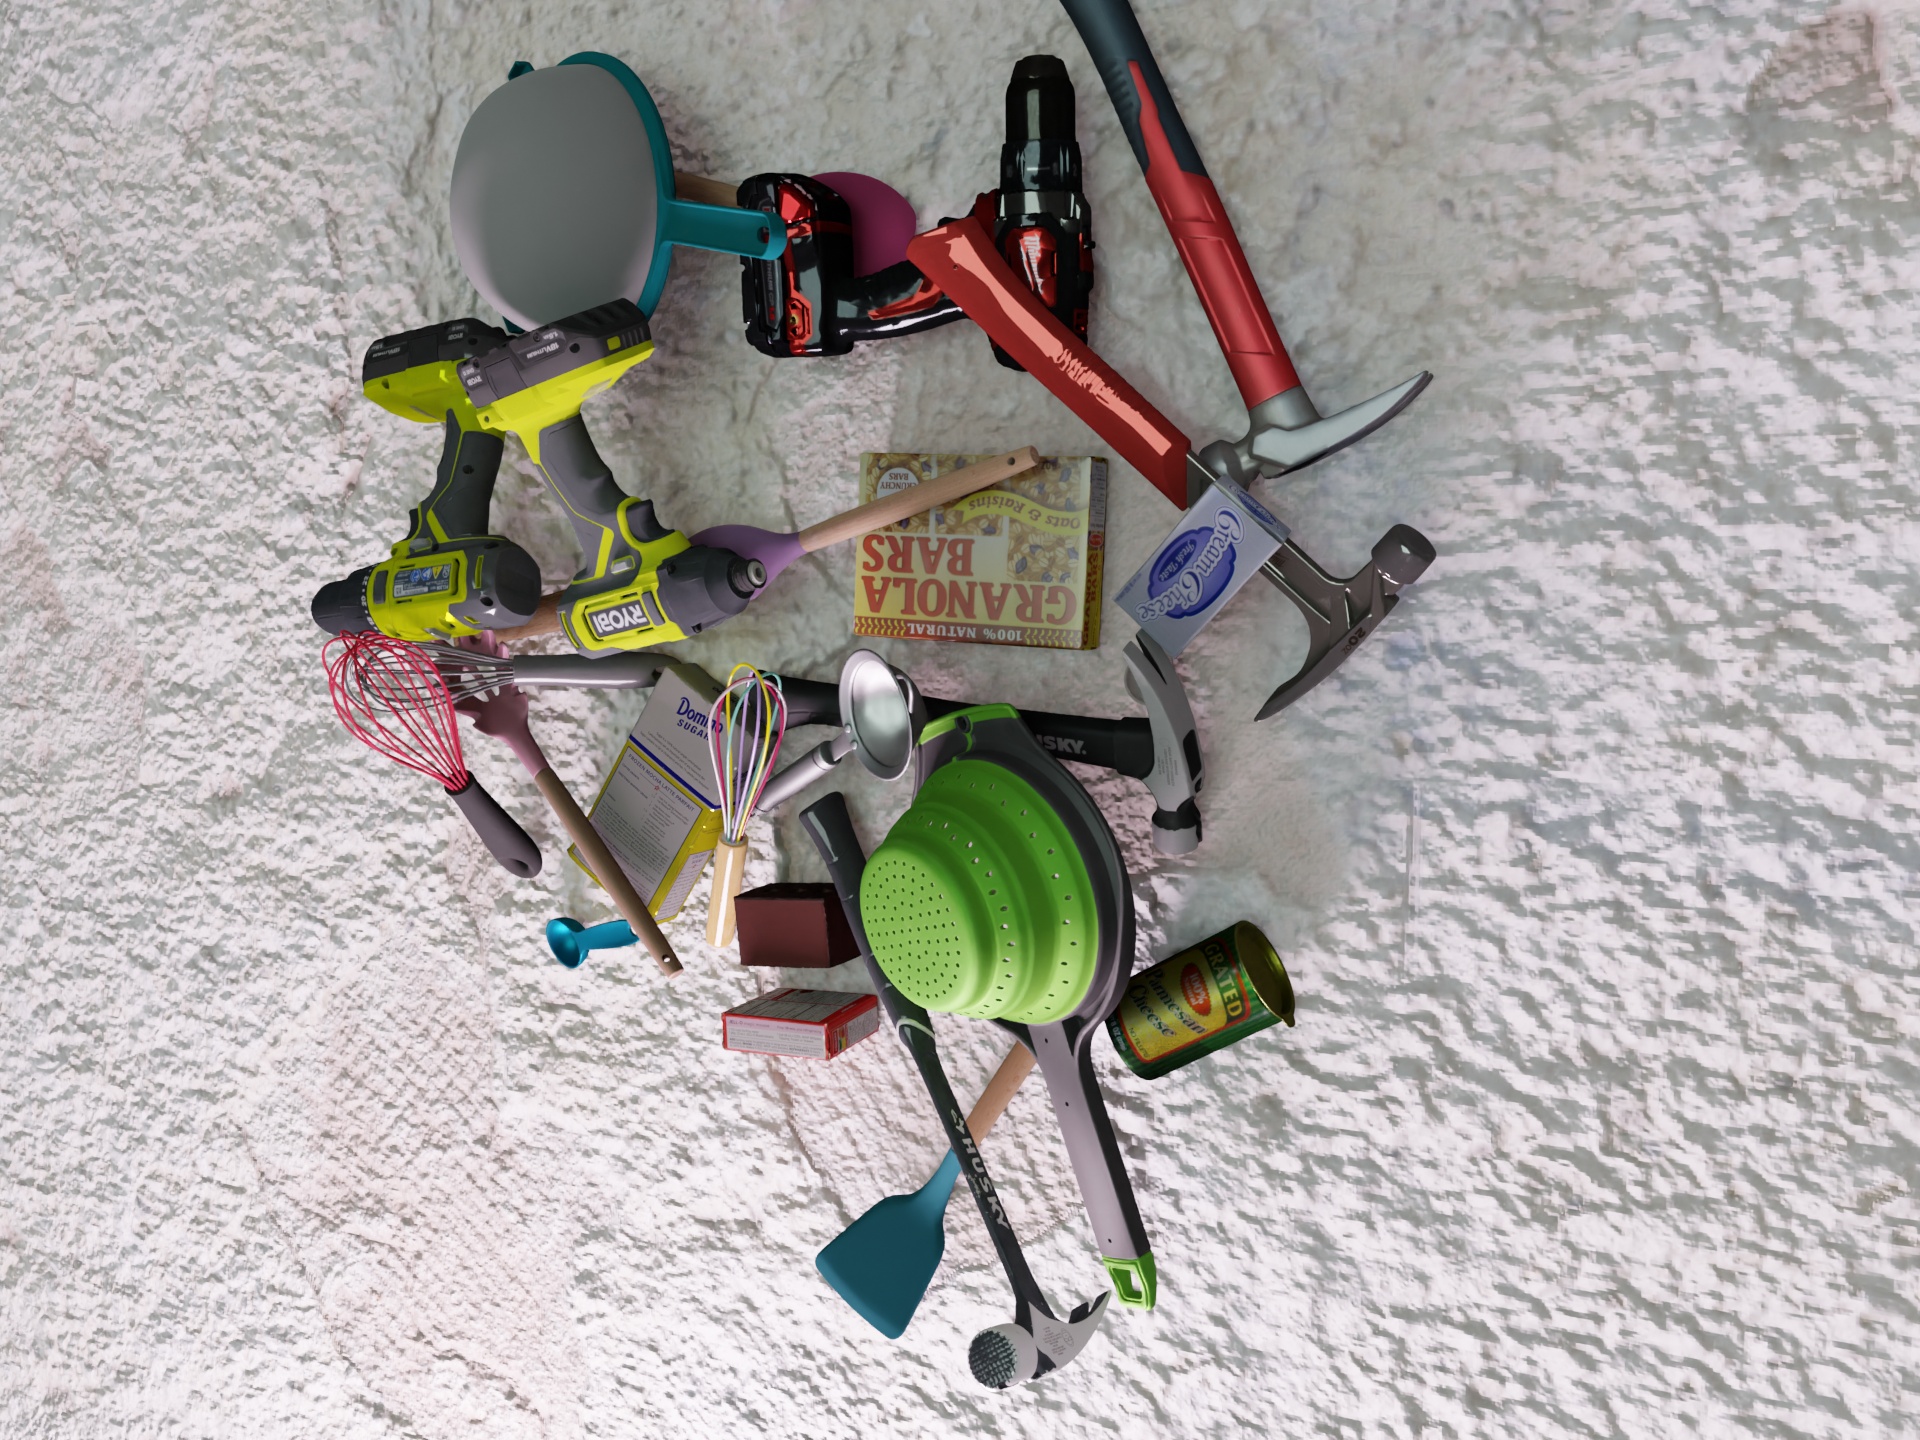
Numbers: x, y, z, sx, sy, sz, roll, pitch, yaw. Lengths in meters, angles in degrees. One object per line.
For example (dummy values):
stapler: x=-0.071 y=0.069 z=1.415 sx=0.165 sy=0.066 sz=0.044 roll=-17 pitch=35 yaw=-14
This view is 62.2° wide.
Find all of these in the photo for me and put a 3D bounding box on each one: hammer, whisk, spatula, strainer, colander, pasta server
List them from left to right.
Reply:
whisk: x=-0.369 y=0.034 z=1.143 sx=0.073 sy=0.295 sz=0.073 roll=-7 pitch=53 yaw=9
whisk: x=-0.323 y=-0.033 z=1.159 sx=0.239 sy=0.055 sz=0.055 roll=-1 pitch=96 yaw=-9
pasta server: x=-0.294 y=0.058 z=1.167 sx=0.060 sy=0.040 sz=0.316 roll=-34 pitch=74 yaw=-12
hammer: x=-0.292 y=-0.083 z=1.203 sx=0.331 sy=0.031 sz=0.130 roll=-9 pitch=91 yaw=26
strainer: x=-0.251 y=-0.339 z=1.062 sx=0.341 sy=0.095 sz=0.211 roll=23 pitch=114 yaw=43
whisk: x=-0.158 y=0.063 z=1.117 sx=0.047 sy=0.051 sz=0.244 roll=22 pitch=125 yaw=13
strainer: x=-0.085 y=0.019 z=1.072 sx=0.258 sy=0.050 sz=0.087 roll=-33 pitch=74 yaw=49
spatula: x=-0.084 y=-0.130 z=1.063 sx=0.316 sy=0.018 sz=0.060 roll=-15 pitch=88 yaw=31
hammer: x=-0.018 y=0.222 z=1.041 sx=0.036 sy=0.149 sz=0.409 roll=-35 pitch=64 yaw=20
hammer: x=-0.002 y=-0.003 z=1.053 sx=0.335 sy=0.035 sz=0.146 roll=8 pitch=123 yaw=29
spatula: x=0.009 y=0.280 z=1.089 sx=0.082 sy=0.044 sz=0.317 roll=38 pitch=108 yaw=22
colander: x=0.029 y=0.193 z=0.988 sx=0.204 sy=0.094 sz=0.397 roll=-17 pitch=91 yaw=51
hammer: x=0.103 y=-0.165 z=0.955 sx=0.359 sy=0.037 sz=0.149 roll=43 pitch=125 yaw=4
hammer: x=0.145 y=-0.337 z=0.966 sx=0.143 sy=0.038 sz=0.386 roll=-25 pitch=84 yaw=24

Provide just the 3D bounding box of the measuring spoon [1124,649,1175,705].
measuring spoon: x=0.141 y=-0.067 z=1.011 sx=0.034 sy=0.018 sz=0.124 roll=28 pitch=99 yaw=21

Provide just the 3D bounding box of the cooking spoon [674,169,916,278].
cooking spoon: x=-0.169 y=-0.372 z=1.123 sx=0.319 sy=0.017 sz=0.068 roll=20 pitch=110 yaw=22

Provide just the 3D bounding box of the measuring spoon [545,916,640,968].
measuring spoon: x=-0.271 y=0.161 z=1.207 sx=0.128 sy=0.021 sz=0.042 roll=-15 pitch=99 yaw=43

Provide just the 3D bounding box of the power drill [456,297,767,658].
power drill: x=-0.231 y=-0.159 z=1.074 sx=0.171 sy=0.080 sz=0.223 roll=-10 pitch=110 yaw=35

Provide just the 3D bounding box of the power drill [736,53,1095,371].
power drill: x=-0.025 y=-0.318 z=1.017 sx=0.227 sy=0.080 sz=0.188 roll=4 pitch=104 yaw=20

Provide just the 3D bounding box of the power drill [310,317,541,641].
power drill: x=-0.397 y=-0.169 z=1.183 sx=0.190 sy=0.080 sz=0.229 roll=-5 pitch=76 yaw=25
